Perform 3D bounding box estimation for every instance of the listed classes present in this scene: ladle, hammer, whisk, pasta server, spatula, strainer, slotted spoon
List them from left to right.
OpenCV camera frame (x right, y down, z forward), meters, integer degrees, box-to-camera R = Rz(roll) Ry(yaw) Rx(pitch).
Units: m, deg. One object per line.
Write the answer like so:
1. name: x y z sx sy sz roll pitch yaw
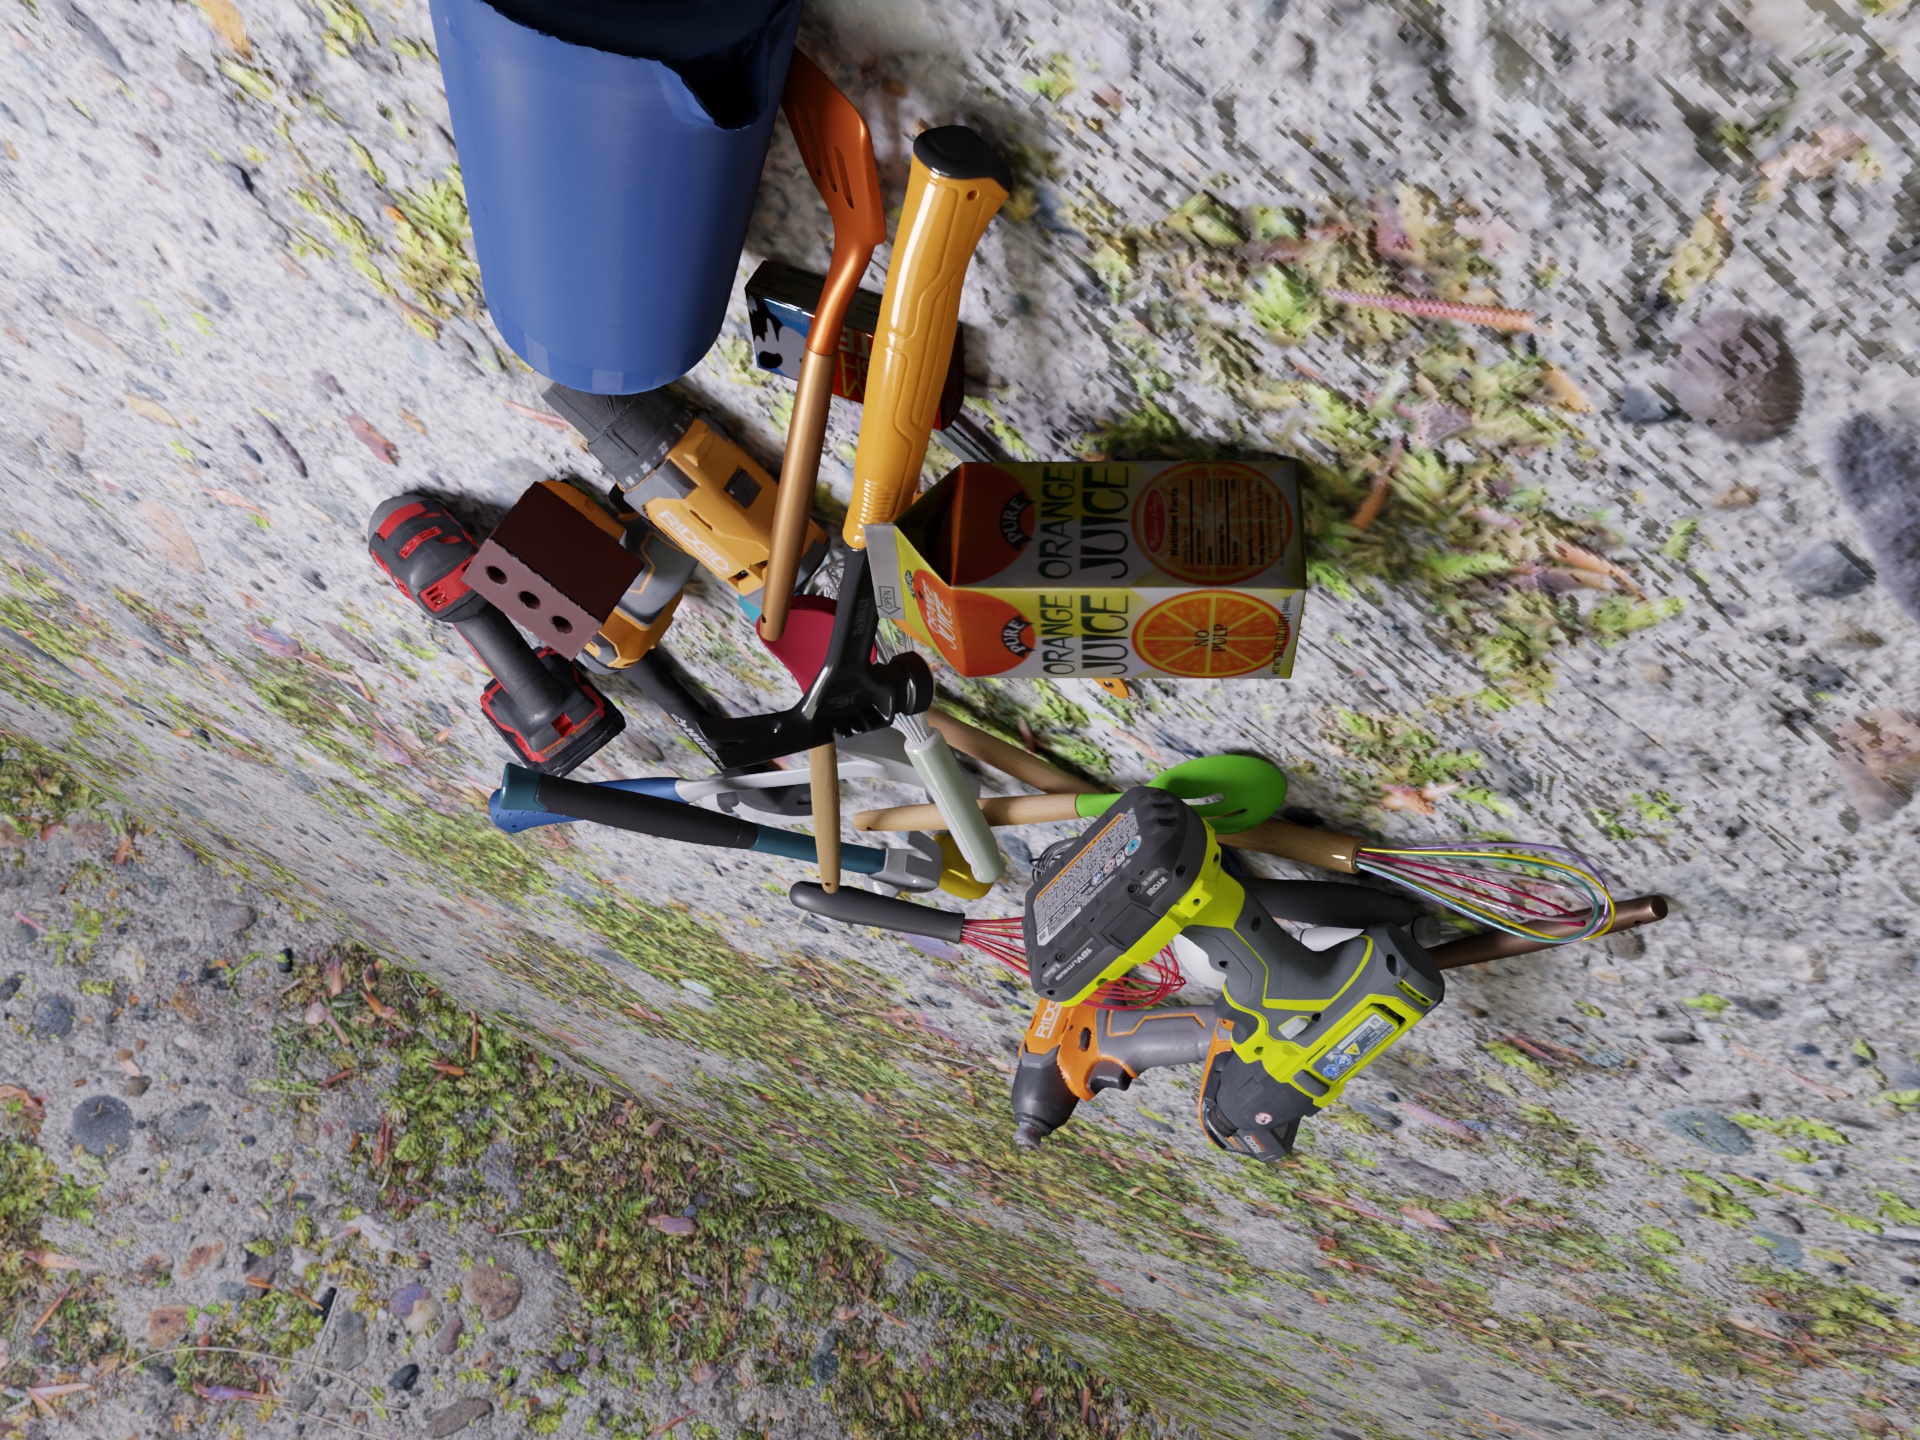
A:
1. hammer: -0.218 -0.028 1.158 0.146 0.035 0.334 4 145 40
2. hammer: -0.192 0.046 1.144 0.405 0.035 0.143 -8 153 32
3. hammer: -0.161 0.079 1.114 0.330 0.033 0.128 15 161 -27
4. spatula: -0.074 -0.149 0.721 0.081 0.041 0.322 51 145 28
5. ladle: -0.083 0.022 0.976 0.069 0.031 0.315 11 144 5
6. hammer: -0.041 -0.106 0.718 0.034 0.127 0.336 54 146 30
7. whisk: -0.027 0.006 0.968 0.246 0.059 0.058 63 173 -29
8. spatula: -0.002 -0.003 1.015 0.317 0.044 0.082 27 153 -10
9. whisk: 0.020 0.156 1.155 0.296 0.073 0.073 12 153 1
10. slotted spoon: 0.056 0.057 1.004 0.314 0.031 0.070 -6 140 36
11. whisk: 0.160 0.105 0.981 0.239 0.055 0.055 6 151 2
12. strainer: 0.223 0.151 1.063 0.086 0.050 0.258 24 155 -31
13. whisk: 0.250 0.087 0.918 0.245 0.051 0.047 11 155 36
14. pasta server: 0.308 0.152 0.985 0.060 0.040 0.316 22 155 -18

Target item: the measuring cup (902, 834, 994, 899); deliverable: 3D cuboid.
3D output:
1. measuring cup: -0.023 0.129 1.259 0.062 0.029 0.156 34 150 -14

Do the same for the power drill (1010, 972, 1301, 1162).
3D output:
1. power drill: 0.143 0.262 1.200 0.226 0.164 0.084 1 143 38

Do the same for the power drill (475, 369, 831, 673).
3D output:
1. power drill: -0.203 -0.122 0.928 0.185 0.084 0.226 42 147 -22

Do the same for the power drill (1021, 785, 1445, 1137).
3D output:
1. power drill: 0.151 0.153 0.941 0.223 0.080 0.171 35 112 -20

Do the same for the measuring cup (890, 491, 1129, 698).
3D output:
1. measuring cup: 0.025 -0.049 0.869 0.173 0.052 0.095 41 151 -21

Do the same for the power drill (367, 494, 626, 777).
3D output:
1. power drill: -0.341 -0.066 1.138 0.143 0.078 0.219 37 161 45
